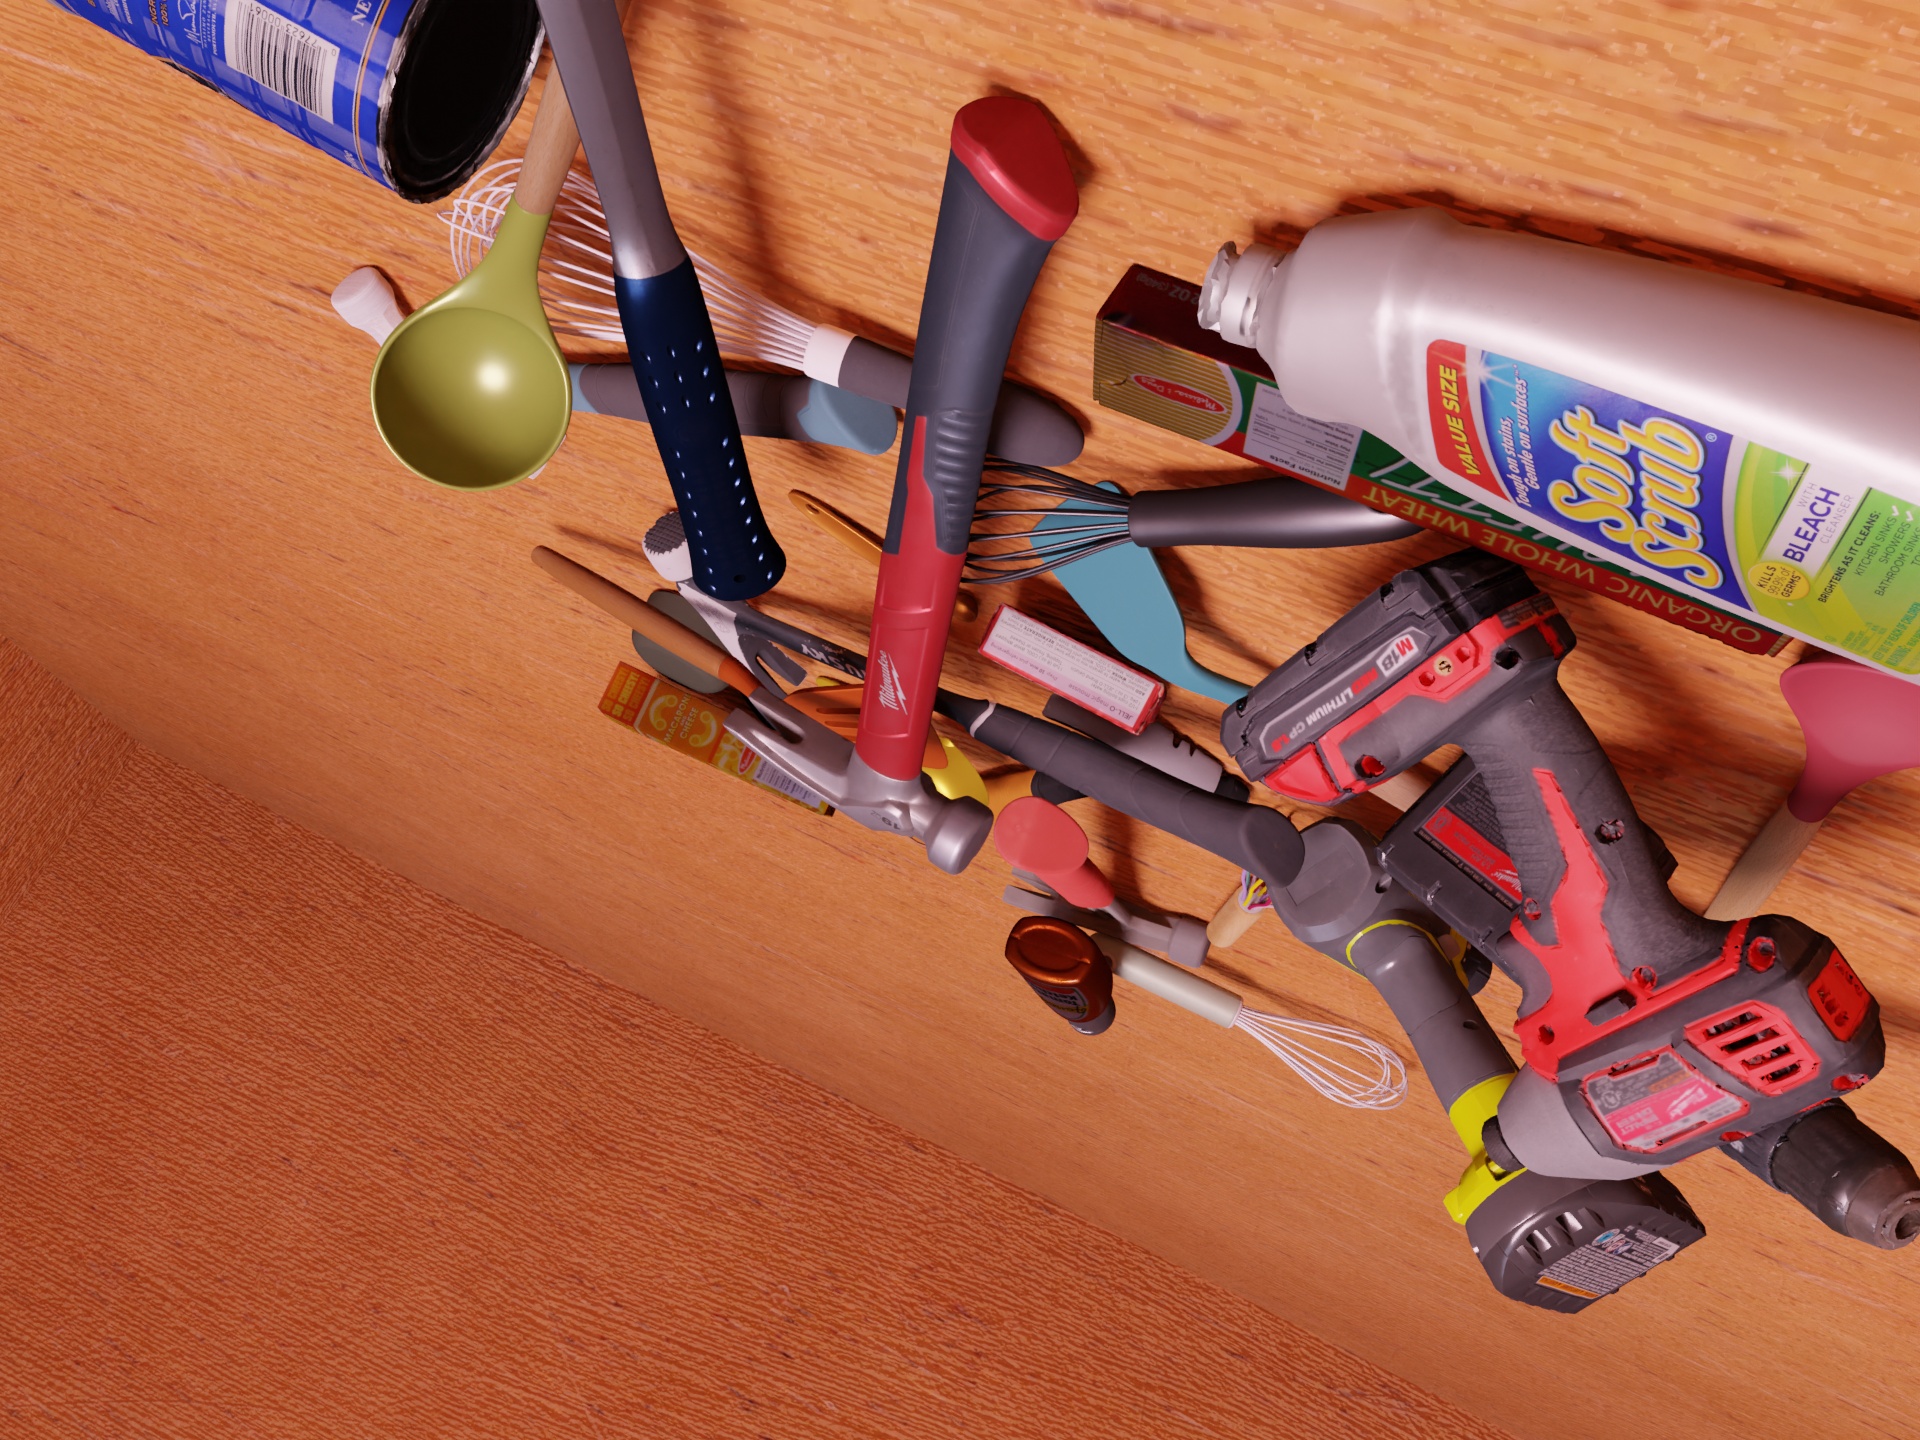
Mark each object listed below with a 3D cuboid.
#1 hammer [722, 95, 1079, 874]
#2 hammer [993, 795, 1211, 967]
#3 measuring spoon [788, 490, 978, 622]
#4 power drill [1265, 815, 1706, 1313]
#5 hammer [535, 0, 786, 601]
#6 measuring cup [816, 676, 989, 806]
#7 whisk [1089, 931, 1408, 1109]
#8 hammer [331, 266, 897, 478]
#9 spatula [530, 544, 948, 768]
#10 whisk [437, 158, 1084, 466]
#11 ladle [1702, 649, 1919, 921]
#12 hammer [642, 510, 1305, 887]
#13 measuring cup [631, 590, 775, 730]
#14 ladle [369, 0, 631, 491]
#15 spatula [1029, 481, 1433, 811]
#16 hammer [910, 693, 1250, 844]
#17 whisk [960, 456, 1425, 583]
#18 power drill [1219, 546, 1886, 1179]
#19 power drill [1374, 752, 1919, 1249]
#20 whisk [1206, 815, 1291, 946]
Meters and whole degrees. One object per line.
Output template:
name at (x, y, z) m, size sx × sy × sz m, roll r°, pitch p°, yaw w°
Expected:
hammer at (-0.027, -0.079, 0.649) m, size 0.143 × 0.038 × 0.386 m, roll 31°, pitch 144°, yaw 13°
hammer at (0.063, 0.094, 0.952) m, size 0.149 × 0.037 × 0.358 m, roll 17°, pitch 171°, yaw 17°
measuring spoon at (-0.039, -0.087, 0.824) m, size 0.117 × 0.011 × 0.021 m, roll 34°, pitch 159°, yaw -3°
power drill at (0.255, 0.164, 0.780) m, size 0.190 × 0.080 × 0.229 m, roll 31°, pitch -155°, yaw -45°
hammer at (-0.114, -0.164, 0.542) m, size 0.144 × 0.035 × 0.405 m, roll -17°, pitch 152°, yaw -7°
measuring cup at (-0.046, 0.016, 0.988) m, size 0.157 × 0.029 × 0.062 m, roll 33°, pitch 152°, yaw 33°
whisk at (0.201, 0.208, 1.118) m, size 0.246 × 0.059 × 0.057 m, roll 25°, pitch 131°, yaw 4°
hammer at (-0.169, -0.163, 0.780) m, size 0.331 × 0.033 × 0.128 m, roll 13°, pitch 153°, yaw 35°
spatula at (-0.143, -0.046, 0.912) m, size 0.323 × 0.041 × 0.080 m, roll 29°, pitch 161°, yaw 34°
whisk at (-0.082, -0.161, 0.653) m, size 0.284 × 0.070 × 0.070 m, roll 21°, pitch 158°, yaw 5°
ladle at (0.332, 0.046, 0.636) m, size 0.069 × 0.031 × 0.315 m, roll 26°, pitch 161°, yaw 21°
hammer at (-0.001, -0.003, 0.845) m, size 0.409 × 0.036 × 0.149 m, roll 24°, pitch 157°, yaw 35°
measuring cup at (-0.166, -0.025, 1.079) m, size 0.083 × 0.038 × 0.167 m, roll 17°, pitch 156°, yaw 29°
ladle at (-0.142, -0.190, 0.549) m, size 0.078 × 0.062 × 0.320 m, roll 12°, pitch 147°, yaw -24°
spatula at (0.170, -0.002, 0.739) m, size 0.317 × 0.044 × 0.082 m, roll 30°, pitch 158°, yaw -15°
hammer at (0.035, 0.041, 0.986) m, size 0.127 × 0.034 × 0.337 m, roll 34°, pitch 158°, yaw -16°
whisk at (0.075, -0.083, 0.638) m, size 0.239 × 0.055 × 0.055 m, roll 3°, pitch 148°, yaw 36°
power drill at (0.200, 0.058, 0.571) m, size 0.143 × 0.078 × 0.220 m, roll -43°, pitch 74°, yaw 39°
power drill at (0.301, 0.121, 0.685) m, size 0.226 × 0.080 × 0.188 m, roll 41°, pitch -175°, yaw -27°
whisk at (0.173, 0.103, 0.943) m, size 0.051 × 0.047 × 0.244 m, roll 25°, pitch 162°, yaw 7°
